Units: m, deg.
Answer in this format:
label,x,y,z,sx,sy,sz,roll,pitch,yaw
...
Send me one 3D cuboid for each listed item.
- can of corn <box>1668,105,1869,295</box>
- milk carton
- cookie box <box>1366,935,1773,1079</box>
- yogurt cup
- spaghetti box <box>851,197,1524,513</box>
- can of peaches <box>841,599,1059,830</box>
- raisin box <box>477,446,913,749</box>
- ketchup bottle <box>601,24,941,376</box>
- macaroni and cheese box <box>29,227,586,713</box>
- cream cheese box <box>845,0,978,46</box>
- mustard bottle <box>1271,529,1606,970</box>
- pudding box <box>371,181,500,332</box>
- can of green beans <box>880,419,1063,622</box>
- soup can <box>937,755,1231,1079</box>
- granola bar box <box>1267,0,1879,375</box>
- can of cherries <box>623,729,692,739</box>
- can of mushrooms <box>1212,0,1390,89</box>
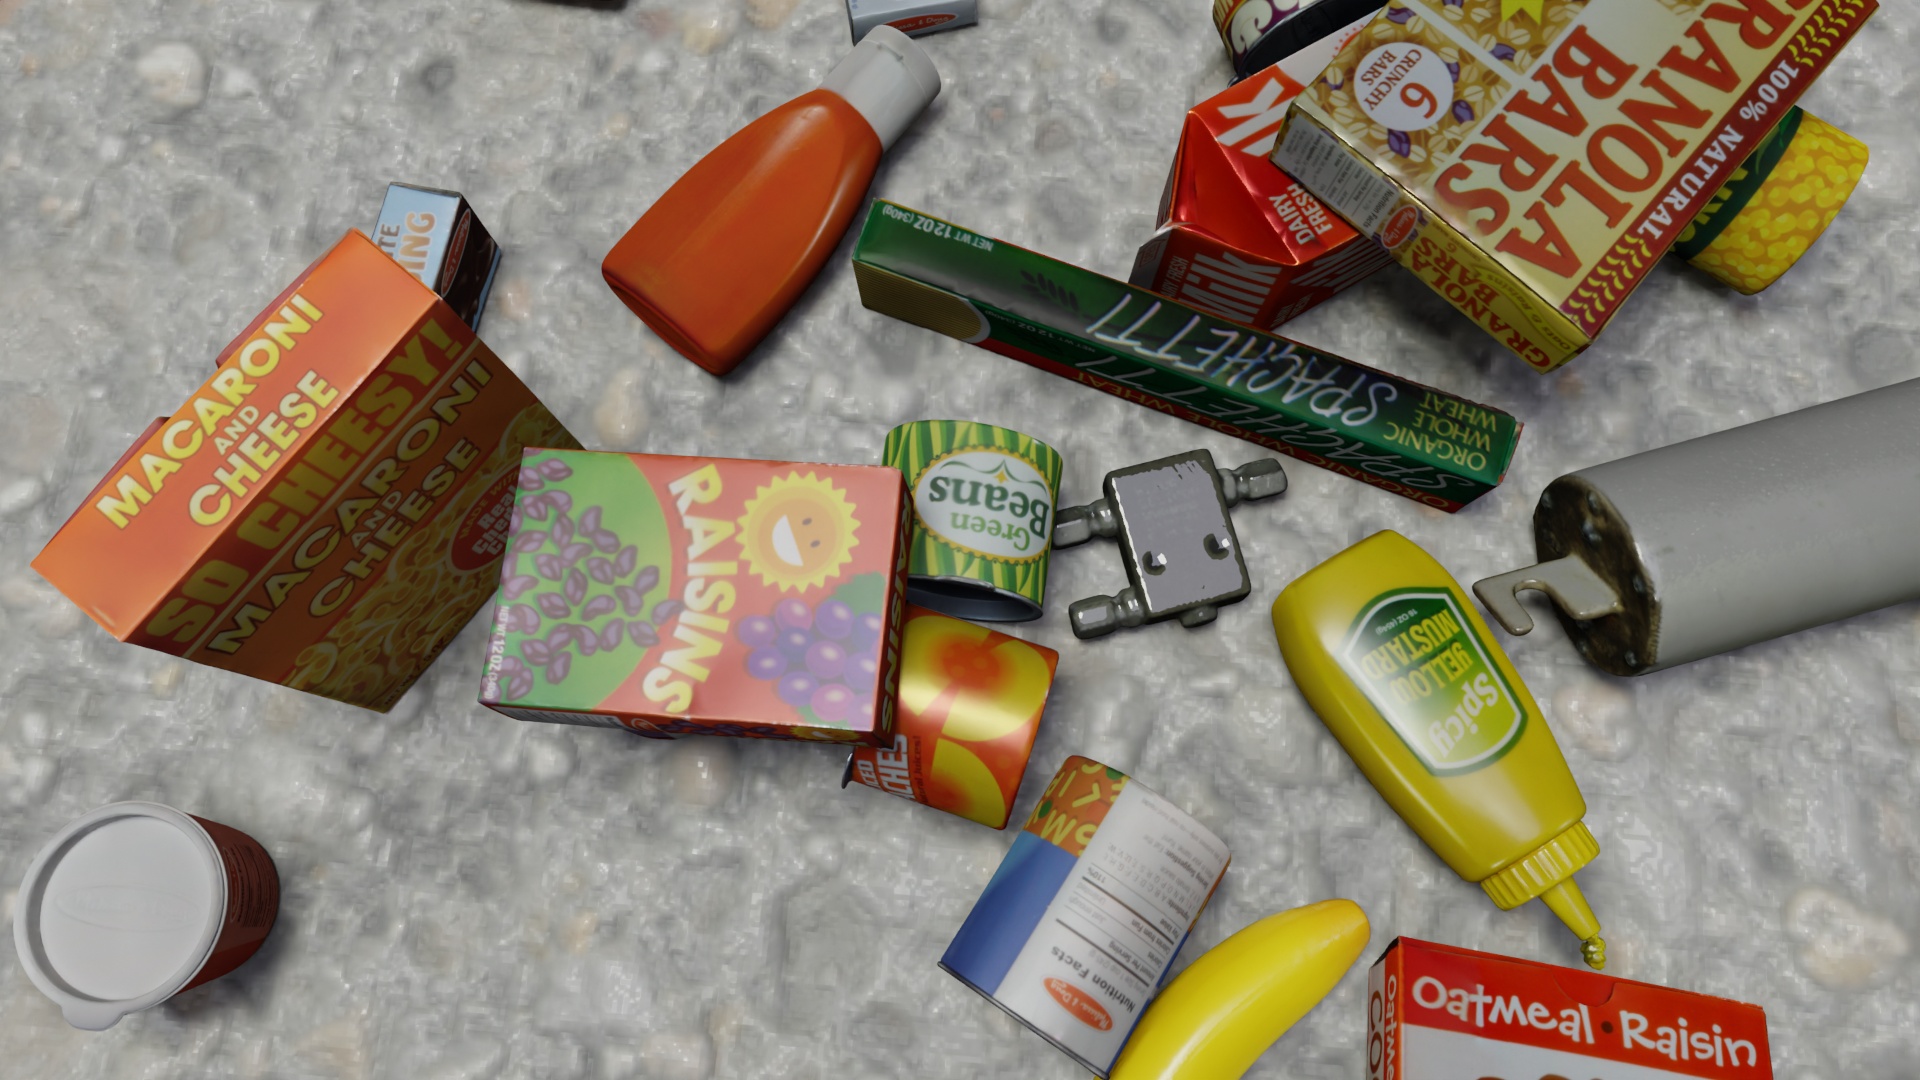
label,x,y,z,sx,sy,sz,roll,pitch,yaw
can of corn,0.294,-0.134,0.526,0.058,0.071,0.071,34,79,7
milk carton,0.145,-0.142,0.527,0.191,0.072,0.073,-29,79,-6
cookie box,0.191,0.220,0.431,0.123,0.040,0.168,10,59,2
yogurt cup,-0.272,0.124,0.474,0.072,0.054,0.072,0,77,0
spaghetti box,0.080,-0.068,0.521,0.250,0.050,0.029,20,80,5
can of peaches,-0.003,0.062,0.480,0.058,0.071,0.071,17,77,4
raisin box,-0.080,0.019,0.442,0.123,0.040,0.086,3,73,6
ketchup bottle,-0.068,-0.137,0.541,0.065,0.043,0.149,39,80,8
macaroni and cheese box,-0.192,-0.012,0.448,0.040,0.166,0.124,37,80,9
cream cheese box,-0.028,-0.260,0.581,0.053,0.024,0.104,-11,77,-4
mustard bottle,0.174,0.074,0.479,0.065,0.048,0.160,-30,71,-7
pudding box,-0.206,-0.087,0.527,0.030,0.049,0.084,12,78,2
can of green beans,0.001,-0.006,0.498,0.071,0.071,0.058,8,77,2
soup can,0.041,0.124,0.466,0.071,0.071,0.084,32,75,7
granola bar box,0.208,-0.158,0.473,0.124,0.039,0.166,42,80,8
can of cherries,-0.110,0.034,0.493,0.071,0.058,0.071,0,77,1
can of mushrooms,0.133,-0.206,0.546,0.071,0.071,0.033,-18,77,-4
